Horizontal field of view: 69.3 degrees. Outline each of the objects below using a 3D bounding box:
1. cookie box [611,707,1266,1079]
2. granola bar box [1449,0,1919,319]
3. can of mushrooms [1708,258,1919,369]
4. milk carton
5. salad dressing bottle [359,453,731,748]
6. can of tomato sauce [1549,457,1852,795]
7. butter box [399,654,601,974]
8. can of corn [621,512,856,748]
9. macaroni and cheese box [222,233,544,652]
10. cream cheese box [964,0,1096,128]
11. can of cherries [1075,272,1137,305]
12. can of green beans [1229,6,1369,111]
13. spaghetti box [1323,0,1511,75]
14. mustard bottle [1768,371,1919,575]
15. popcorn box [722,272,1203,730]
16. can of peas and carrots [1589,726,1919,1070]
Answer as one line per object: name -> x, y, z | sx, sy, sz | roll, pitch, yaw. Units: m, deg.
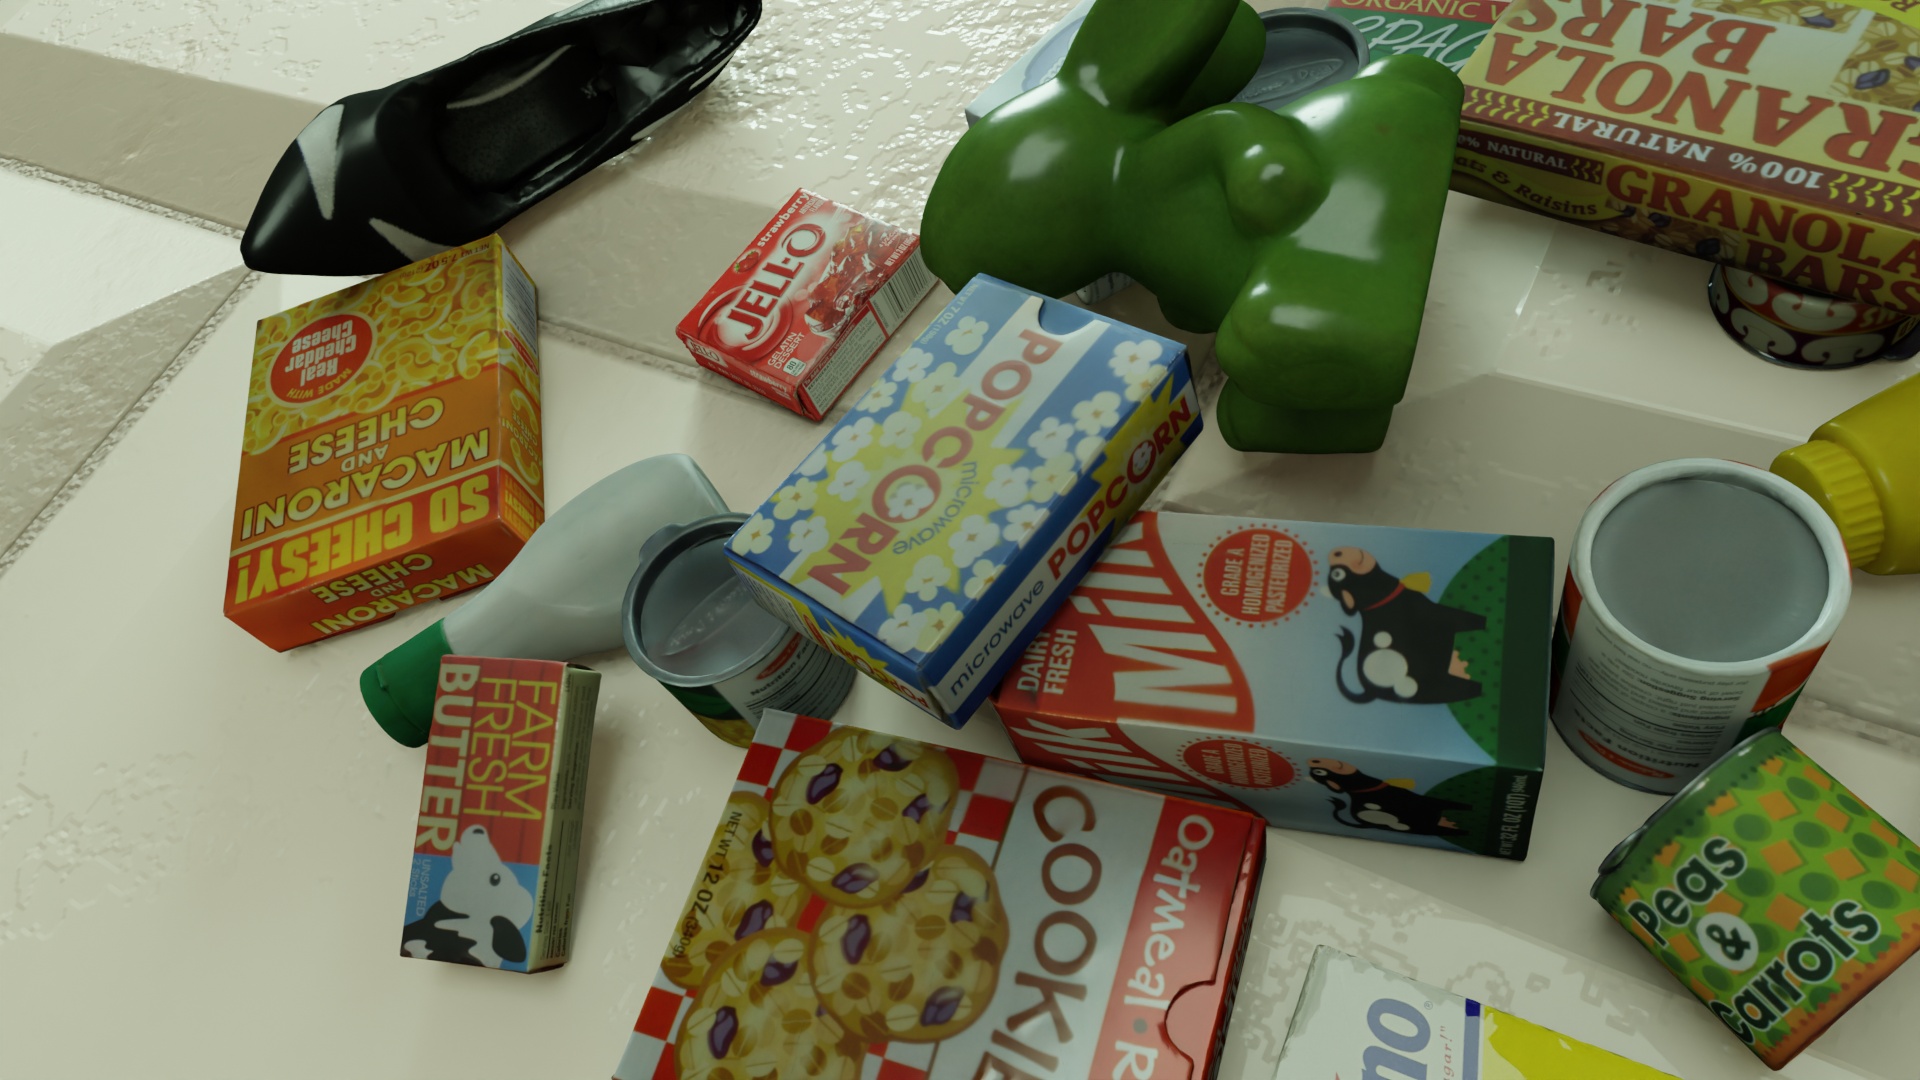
cookie box -> -0.004, 0.127, 0.417 | 0.167, 0.040, 0.123 | 9, 62, 22
granola bar box -> 0.264, -0.153, 0.469 | 0.166, 0.039, 0.124 | 27, 69, 32
can of mushrooms -> 0.293, -0.092, 0.466 | 0.071, 0.033, 0.071 | -8, 56, 12
milk carton -> 0.076, 0.040, 0.427 | 0.190, 0.072, 0.074 | 4, 60, 20
salad dressing bottle -> -0.155, 0.024, 0.529 | 0.148, 0.044, 0.064 | -33, 57, -2
can of tomato sauce -> 0.204, 0.024, 0.390 | 0.071, 0.082, 0.071 | -8, 58, 13
butter box -> -0.157, 0.092, 0.478 | 0.053, 0.024, 0.103 | 1, 79, 16
can of corn -> -0.077, 0.031, 0.489 | 0.071, 0.058, 0.071 | -8, 57, 13
macaroni and cheese box -> -0.245, -0.045, 0.602 | 0.124, 0.040, 0.167 | -18, 55, 6
cream cheese box -> 0.056, -0.207, 0.618 | 0.053, 0.024, 0.104 | 35, 74, 33
can of cherries -> 0.060, -0.136, 0.546 | 0.058, 0.071, 0.072 | -27, 55, 2
can of green beans -> 0.128, -0.165, 0.548 | 0.071, 0.057, 0.071 | -8, 57, 13
spaghetti box -> 0.254, -0.175, 0.533 | 0.250, 0.028, 0.050 | 18, 65, 26
mustard bottle -> 0.299, -0.022, 0.410 | 0.160, 0.048, 0.065 | -19, 54, 6
popcorn box -> 0.002, -0.016, 0.419 | 0.085, 0.038, 0.127 | 27, 68, 37
can of peas and carrots -> 0.207, 0.092, 0.355 | 0.071, 0.070, 0.059 | -36, 56, -6
